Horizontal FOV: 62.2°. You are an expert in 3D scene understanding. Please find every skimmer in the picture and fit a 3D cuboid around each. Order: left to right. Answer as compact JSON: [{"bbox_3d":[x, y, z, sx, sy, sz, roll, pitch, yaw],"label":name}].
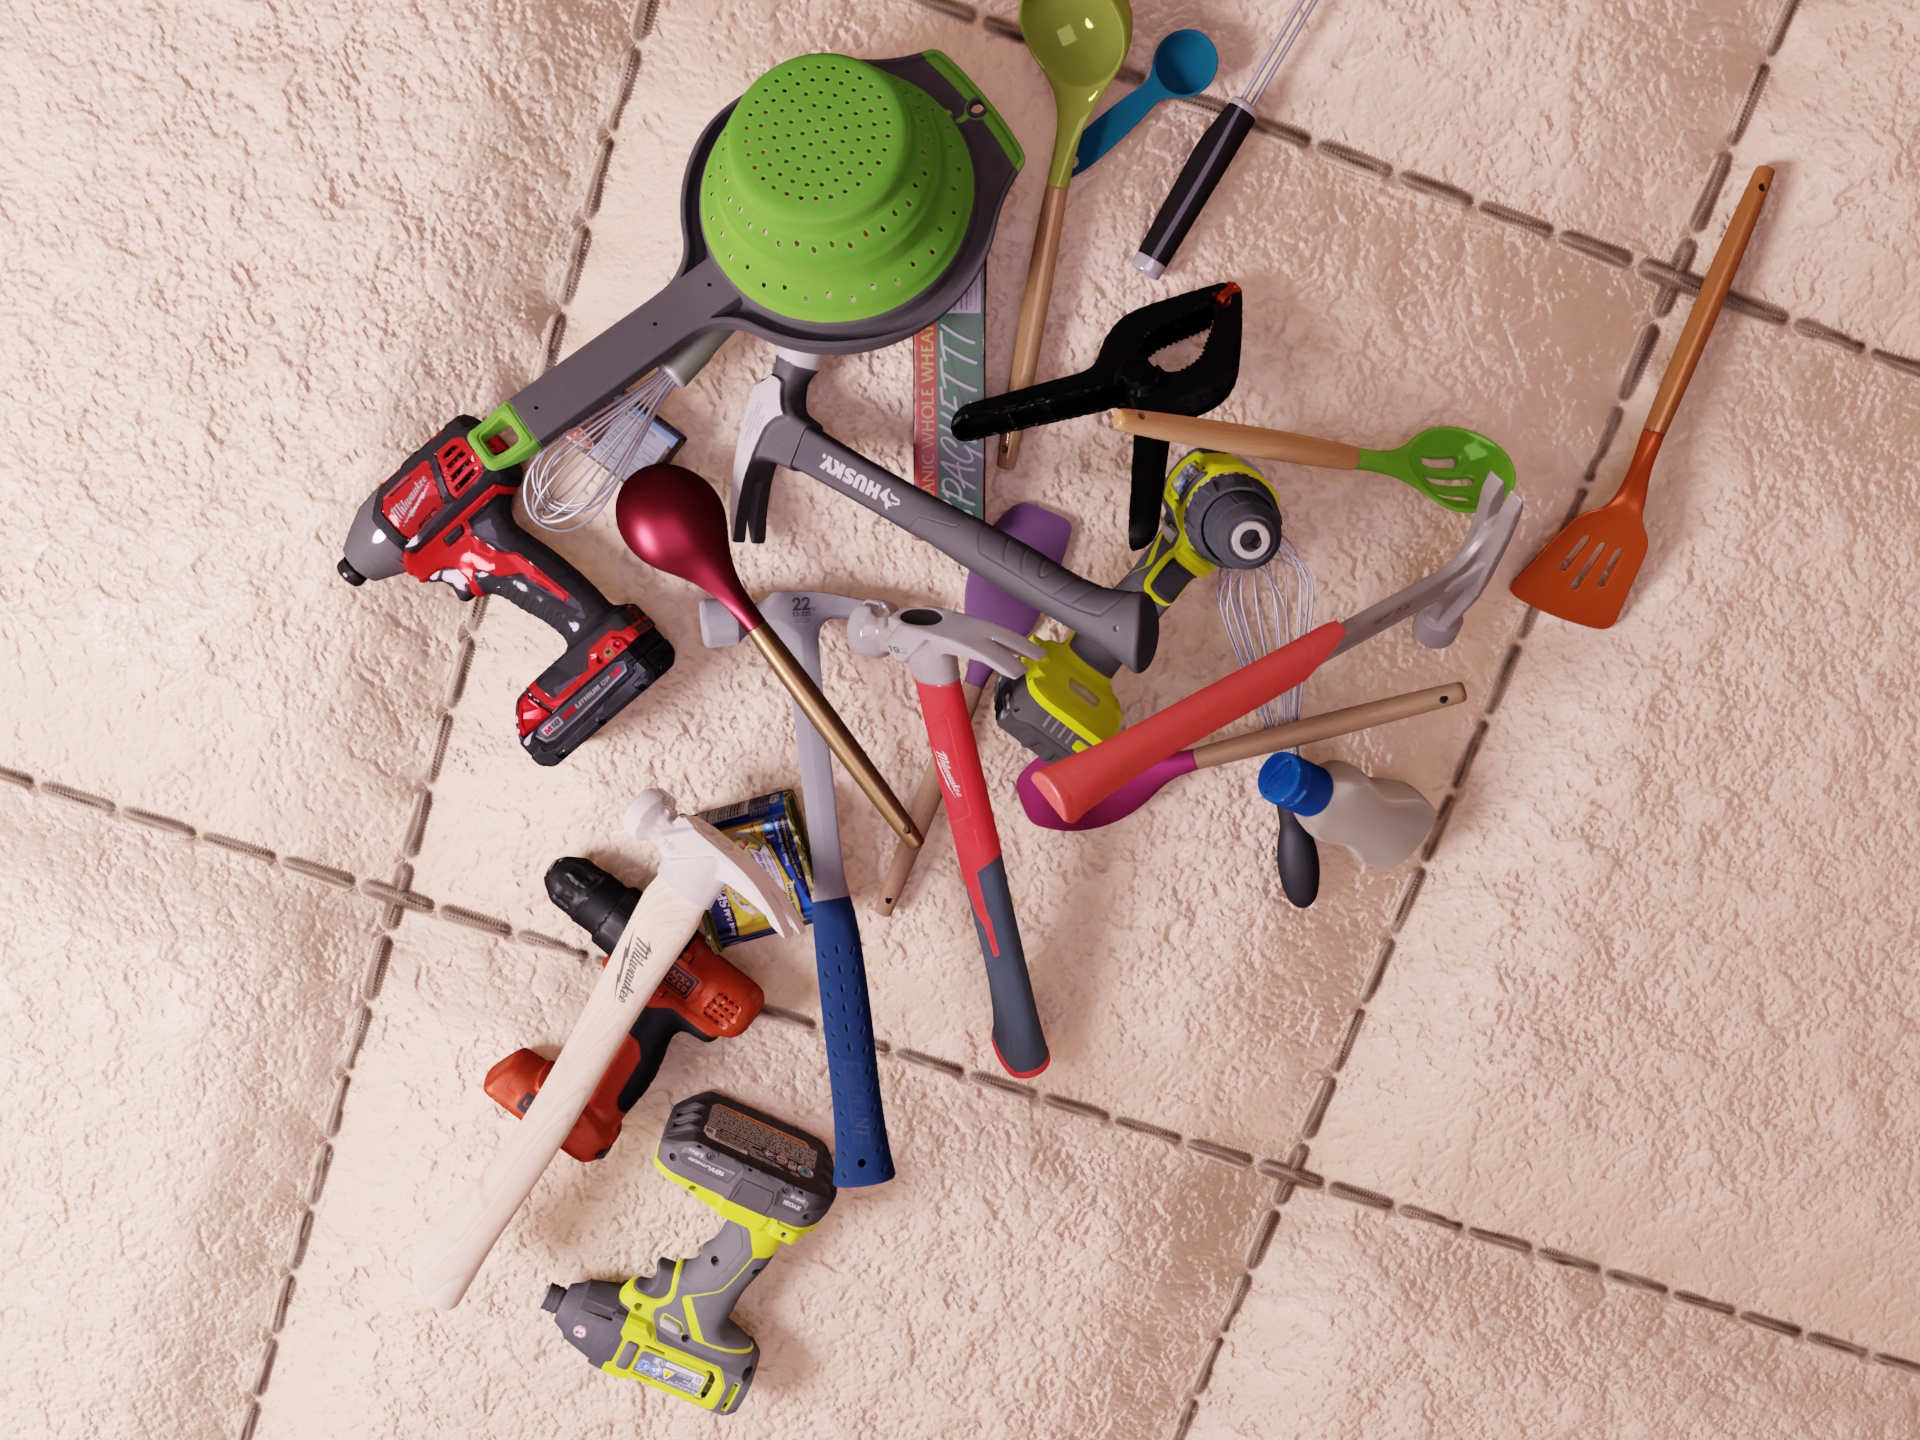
[{"bbox_3d":[0.228,-0.436,1.000,0.127,0.090,0.363,21,106,-38],"label":"skimmer"}]

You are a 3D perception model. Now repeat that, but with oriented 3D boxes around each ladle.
[{"bbox_3d":[-0.122,-0.041,1.062,0.069,0.031,0.315,-37,94,-9],"label":"ladle"},{"bbox_3d":[0.052,-0.322,1.039,0.078,0.062,0.320,20,110,28],"label":"ladle"}]

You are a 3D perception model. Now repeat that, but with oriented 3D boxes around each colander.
[{"bbox_3d":[-0.146,-0.289,0.976,0.397,0.094,0.204,-36,79,-2],"label":"colander"}]

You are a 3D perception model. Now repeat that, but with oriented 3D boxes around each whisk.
[{"bbox_3d":[-0.195,-0.221,1.044,0.246,0.058,0.059,-49,133,-7],"label":"whisk"},{"bbox_3d":[0.228,0.004,1.122,0.070,0.070,0.284,-10,107,1],"label":"whisk"}]

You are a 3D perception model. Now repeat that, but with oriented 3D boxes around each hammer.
[{"bbox_3d":[-0.262,0.253,1.102,0.146,0.038,0.410,37,103,18],"label":"hammer"},{"bbox_3d":[-0.084,0.110,1.088,0.144,0.035,0.405,-7,87,-10],"label":"hammer"},{"bbox_3d":[-0.016,-0.120,1.011,0.335,0.035,0.146,33,109,26],"label":"hammer"},{"bbox_3d":[0.026,0.099,1.074,0.038,0.143,0.386,-38,129,-35],"label":"hammer"},{"bbox_3d":[0.203,-0.035,1.008,0.359,0.149,0.037,-27,60,-20],"label":"hammer"}]

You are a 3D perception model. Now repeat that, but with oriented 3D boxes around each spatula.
[{"bbox_3d":[-0.002,-0.004,1.133,0.059,0.018,0.316,20,101,-5],"label":"spatula"},{"bbox_3d":[0.480,-0.220,1.091,0.081,0.041,0.322,20,98,-5],"label":"spatula"}]

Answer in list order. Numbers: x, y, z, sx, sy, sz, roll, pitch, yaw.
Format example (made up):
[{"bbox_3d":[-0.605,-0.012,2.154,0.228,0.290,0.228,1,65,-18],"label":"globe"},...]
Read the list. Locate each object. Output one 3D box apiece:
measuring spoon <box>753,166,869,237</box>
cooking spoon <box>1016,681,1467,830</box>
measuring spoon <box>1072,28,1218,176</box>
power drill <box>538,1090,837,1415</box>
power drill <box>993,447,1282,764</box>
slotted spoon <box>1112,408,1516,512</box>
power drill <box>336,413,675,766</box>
[{"bbox_3d":[-0.088,-0.335,1.061,0.117,0.011,0.021,31,101,-4],"label":"measuring spoon"},{"bbox_3d":[0.188,0.020,1.101,0.319,0.017,0.068,-16,106,20],"label":"cooking spoon"},{"bbox_3d":[0.114,-0.401,1.048,0.128,0.021,0.042,-37,91,16],"label":"measuring spoon"},{"bbox_3d":[-0.204,0.401,1.196,0.171,0.080,0.223,26,104,-7],"label":"power drill"},{"bbox_3d":[0.121,-0.072,1.035,0.080,0.191,0.228,36,104,-10],"label":"power drill"},{"bbox_3d":[0.234,-0.175,1.032,0.313,0.031,0.070,3,63,-27],"label":"slotted spoon"},{"bbox_3d":[-0.312,-0.082,1.083,0.143,0.078,0.219,-39,98,8],"label":"power drill"}]
